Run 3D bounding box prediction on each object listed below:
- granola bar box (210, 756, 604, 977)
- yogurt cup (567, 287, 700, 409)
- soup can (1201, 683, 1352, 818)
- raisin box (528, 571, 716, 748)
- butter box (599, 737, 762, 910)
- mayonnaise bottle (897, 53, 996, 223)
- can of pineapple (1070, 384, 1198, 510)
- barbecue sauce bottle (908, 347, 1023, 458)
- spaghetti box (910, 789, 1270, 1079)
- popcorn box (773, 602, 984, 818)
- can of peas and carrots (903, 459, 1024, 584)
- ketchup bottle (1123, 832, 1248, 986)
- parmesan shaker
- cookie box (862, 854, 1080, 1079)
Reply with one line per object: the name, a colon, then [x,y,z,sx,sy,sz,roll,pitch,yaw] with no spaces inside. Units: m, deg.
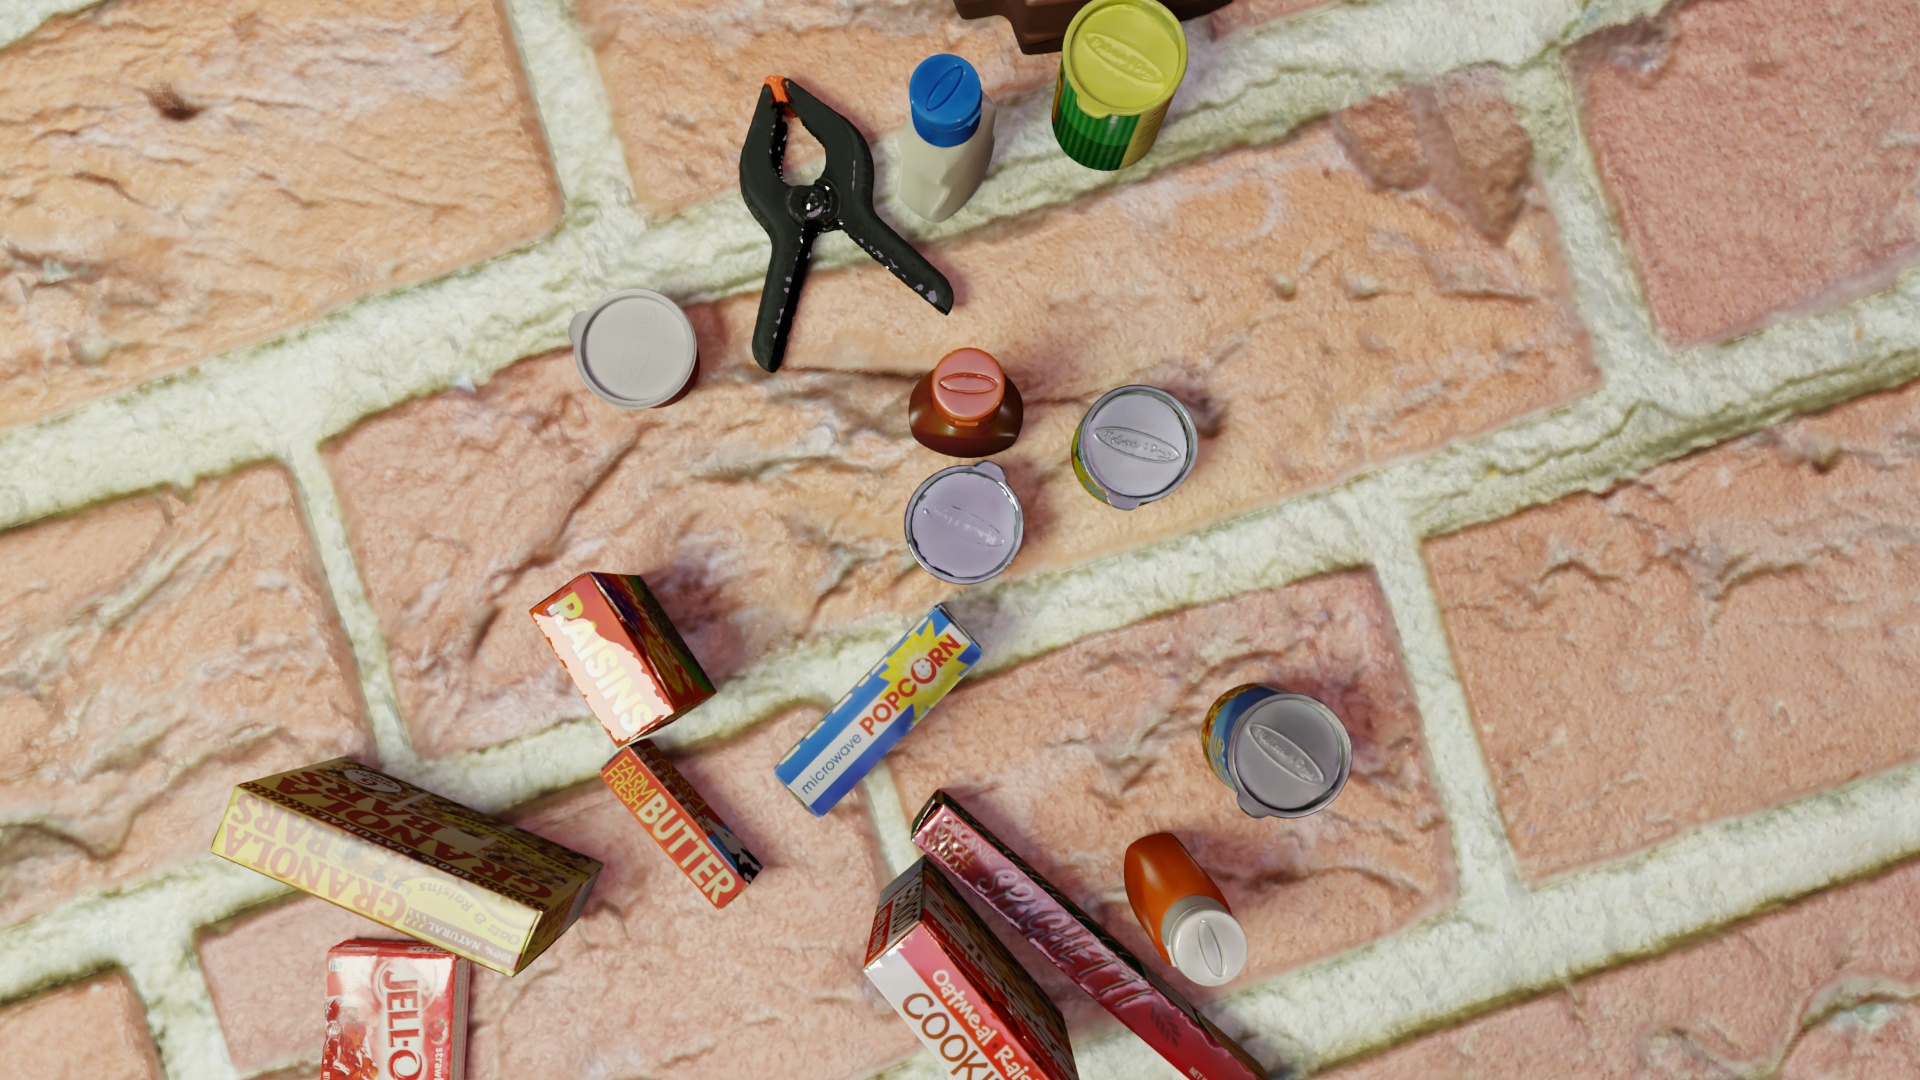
granola bar box: [-0.289,0.171,0.744,0.165,0.124,0.039,22,88,1]
yogurt cup: [-0.181,-0.106,0.794,0.072,0.054,0.072,0,87,-1]
soup can: [0.171,0.117,0.772,0.071,0.084,0.071,0,87,-1]
raisin box: [-0.178,0.062,0.751,0.040,0.123,0.086,-33,88,-2]
butter box: [-0.157,0.158,0.782,0.024,0.053,0.103,-42,88,-2]
mayonnaise bottle: [-0.008,-0.220,0.755,0.041,0.148,0.065,38,88,1]
can of pineapple: [0.097,-0.051,0.793,0.071,0.058,0.071,0,87,-1]
barbecue sauce bottle: [0.003,-0.073,0.747,0.065,0.148,0.043,3,88,0]
spaghetti box: [0.072,0.233,0.782,0.250,0.050,0.029,40,88,1]
popcorn box: [-0.044,0.092,0.770,0.127,0.085,0.038,-45,89,-2]
can of peas and carrots: [0.003,-0.010,0.789,0.071,0.058,0.071,0,87,-1]
ketchup bottle: [0.118,0.198,0.735,0.043,0.149,0.064,-18,88,-1]
parmesan shaker: [0.085,-0.252,0.780,0.071,0.103,0.071,0,88,0]
cookie box: [0.007,0.236,0.722,0.040,0.167,0.123,-41,88,-2]
